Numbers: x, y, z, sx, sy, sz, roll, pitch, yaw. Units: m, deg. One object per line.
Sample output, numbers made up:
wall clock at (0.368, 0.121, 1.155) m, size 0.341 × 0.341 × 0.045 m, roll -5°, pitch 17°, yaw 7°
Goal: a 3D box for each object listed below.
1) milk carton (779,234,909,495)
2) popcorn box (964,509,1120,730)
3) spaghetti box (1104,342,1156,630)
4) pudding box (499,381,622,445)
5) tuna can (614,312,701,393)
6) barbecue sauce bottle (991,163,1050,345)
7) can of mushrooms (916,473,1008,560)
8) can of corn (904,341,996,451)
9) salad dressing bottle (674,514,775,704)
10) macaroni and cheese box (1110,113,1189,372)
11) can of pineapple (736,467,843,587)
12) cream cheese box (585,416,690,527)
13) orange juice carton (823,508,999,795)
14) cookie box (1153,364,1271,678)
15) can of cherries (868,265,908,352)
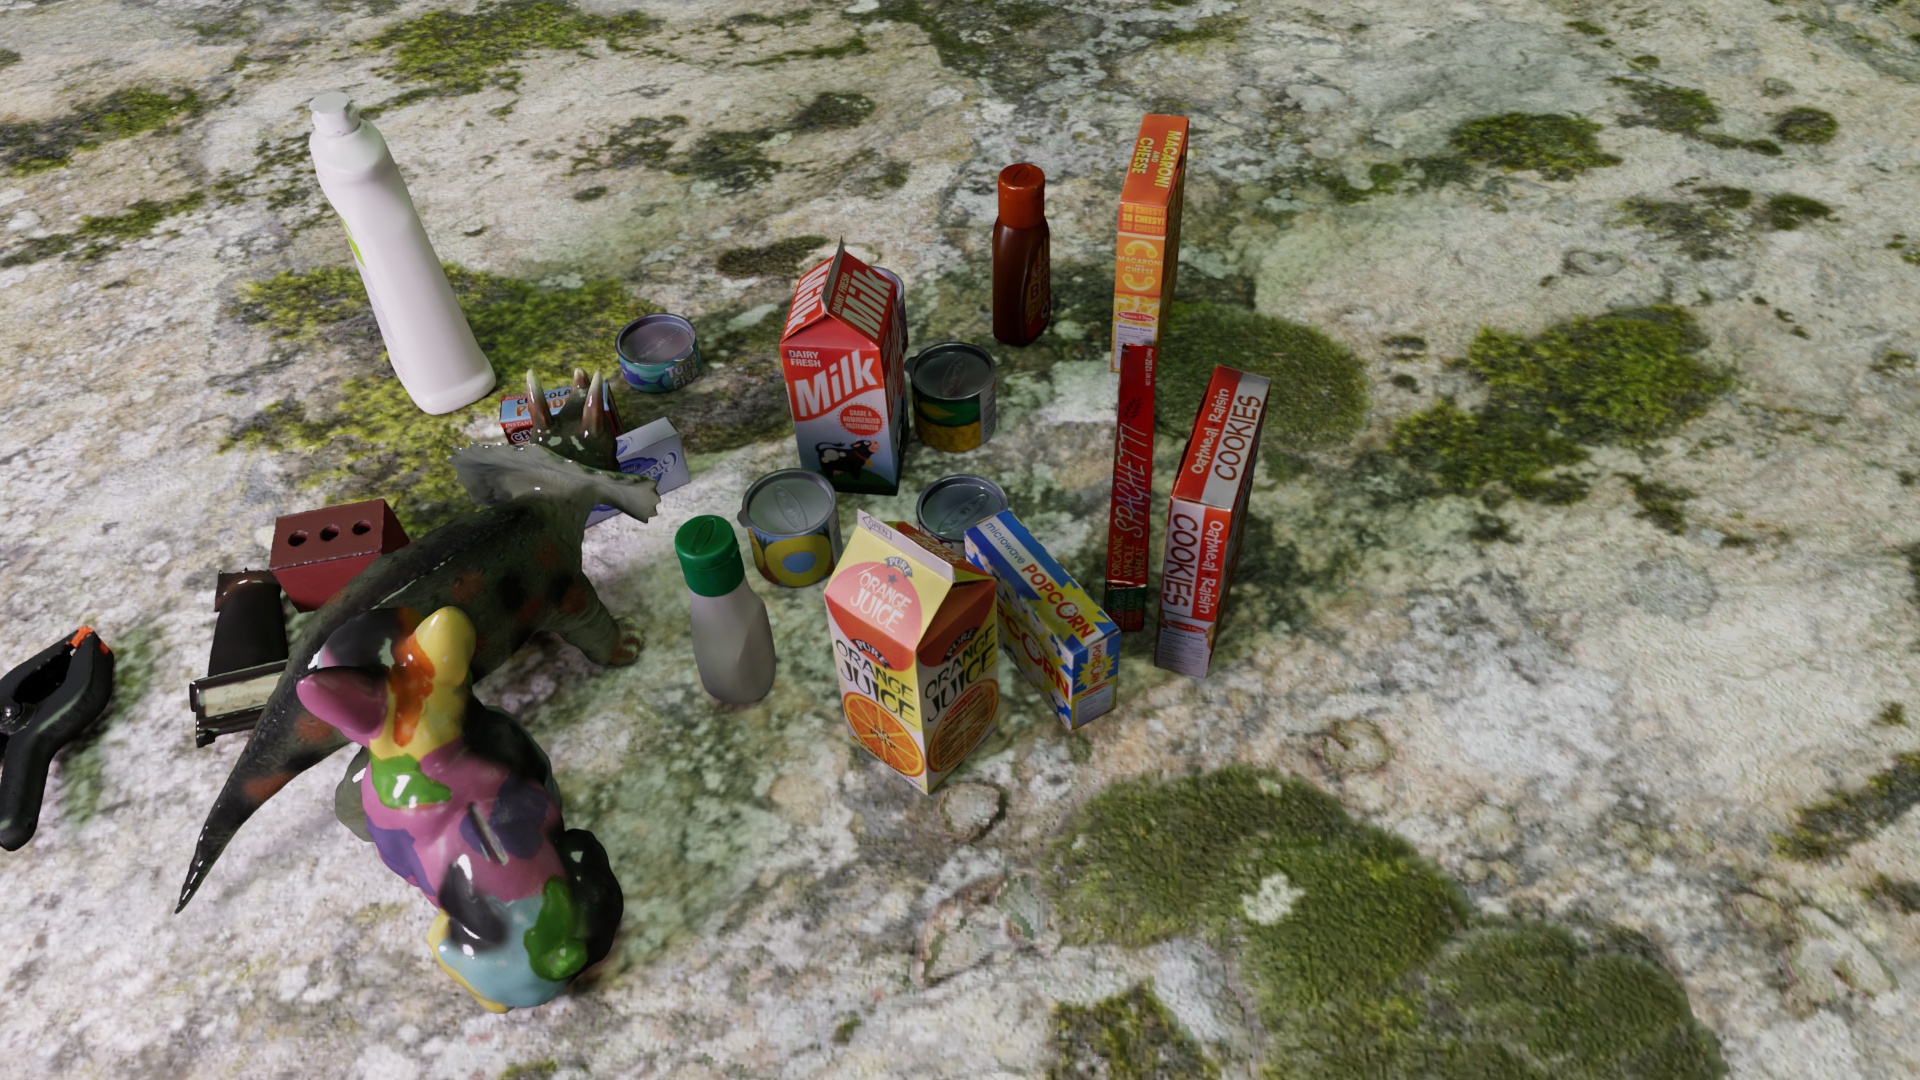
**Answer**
milk carton at (-0.082, -0.123, 1.002) m, size 0.073 × 0.189 × 0.073 m, roll 4°, pitch 48°, yaw 6°
popcorn box at (0.052, 0.051, 0.910) m, size 0.038 × 0.084 × 0.127 m, roll -26°, pitch 52°, yaw -20°
spaghetti box at (0.125, -0.045, 1.016) m, size 0.029 × 0.050 × 0.251 m, roll 4°, pitch 48°, yaw 6°
pudding box at (-0.309, -0.092, 1.079) m, size 0.084 × 0.049 × 0.030 m, roll -9°, pitch 48°, yaw -5°
tuna can at (-0.246, -0.153, 1.142) m, size 0.071 × 0.032 × 0.071 m, roll -1°, pitch 48°, yaw 2°
barbecue sauce bottle at (0.049, -0.232, 1.123) m, size 0.044 × 0.147 × 0.065 m, roll 18°, pitch 51°, yaw 18°
can of mushrooms at (0.004, -0.013, 1.004) m, size 0.071 × 0.033 × 0.071 m, roll -1°, pitch 48°, yaw 2°
can of corn at (-0.007, -0.111, 1.077) m, size 0.071 × 0.058 × 0.071 m, roll -1°, pitch 48°, yaw 2°
salad dressing bottle at (-0.150, 0.045, 0.883) m, size 0.044 × 0.146 × 0.064 m, roll 10°, pitch 49°, yaw 11°
macaroni and cheese box at (0.152, -0.234, 1.108) m, size 0.040 × 0.165 × 0.124 m, roll 9°, pitch 49°, yaw 11°
can of pineapple at (-0.120, -0.009, 0.990) m, size 0.071 × 0.057 × 0.071 m, roll -1°, pitch 48°, yaw 2°
cream cheese box at (-0.256, -0.048, 1.034) m, size 0.104 × 0.053 × 0.024 m, roll -27°, pitch 52°, yaw -20°
orange juice carton at (-0.027, 0.061, 0.833) m, size 0.072 × 0.191 × 0.073 m, roll 32°, pitch 57°, yaw 27°
cookie box at (0.162, -0.011, 0.905) m, size 0.040 × 0.166 × 0.123 m, roll 13°, pitch 50°, yaw 14°
can of cherries at (-0.079, -0.182, 1.144) m, size 0.071 × 0.058 × 0.072 m, roll -1°, pitch 48°, yaw 2°
